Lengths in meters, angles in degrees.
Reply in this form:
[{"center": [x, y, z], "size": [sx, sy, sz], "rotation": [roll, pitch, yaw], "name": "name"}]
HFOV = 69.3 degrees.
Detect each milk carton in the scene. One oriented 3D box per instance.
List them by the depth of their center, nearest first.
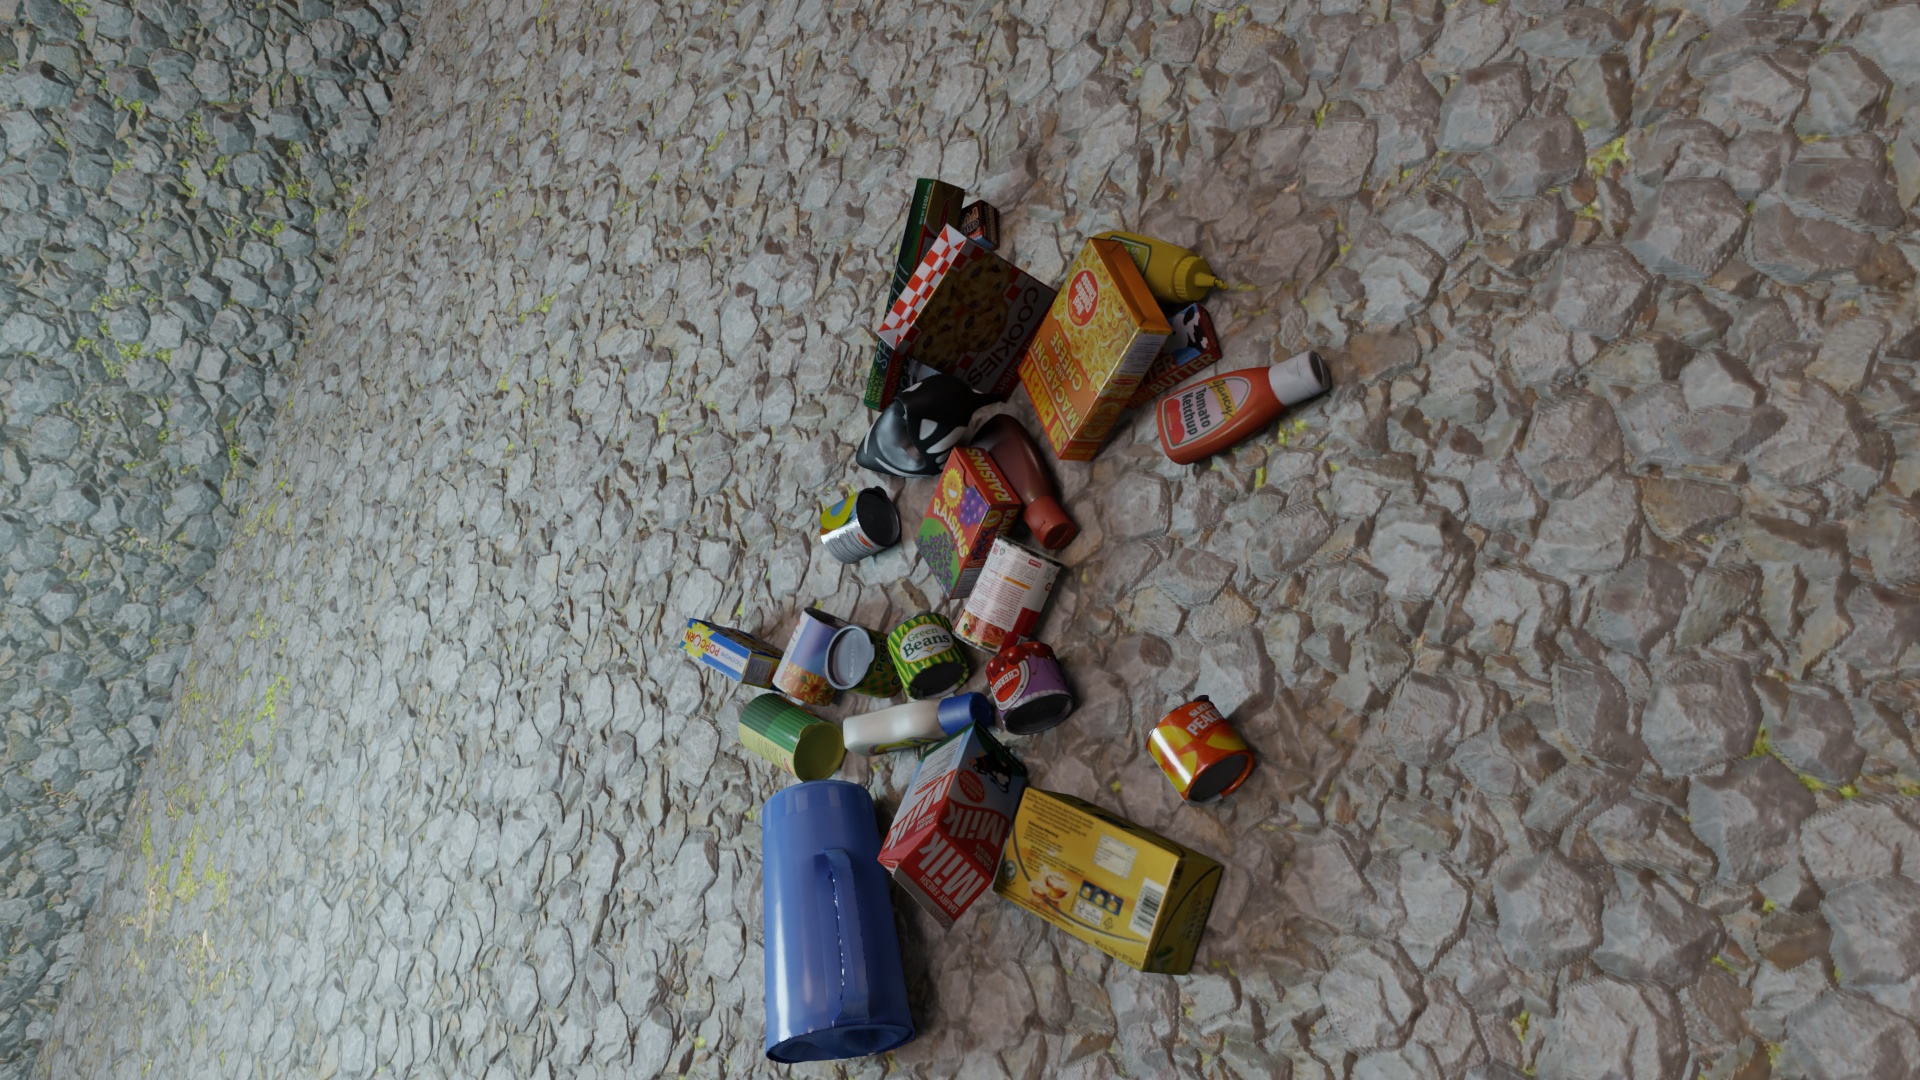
[{"center": [-0.009, 0.246, 1.188], "size": [0.073, 0.072, 0.191], "rotation": [-37, 13, 29], "name": "milk carton"}]

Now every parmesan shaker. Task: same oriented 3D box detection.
[{"center": [-0.176, 0.201, 1.434], "size": [0.103, 0.071, 0.071], "rotation": [19, 88, 46], "name": "parmesan shaker"}]

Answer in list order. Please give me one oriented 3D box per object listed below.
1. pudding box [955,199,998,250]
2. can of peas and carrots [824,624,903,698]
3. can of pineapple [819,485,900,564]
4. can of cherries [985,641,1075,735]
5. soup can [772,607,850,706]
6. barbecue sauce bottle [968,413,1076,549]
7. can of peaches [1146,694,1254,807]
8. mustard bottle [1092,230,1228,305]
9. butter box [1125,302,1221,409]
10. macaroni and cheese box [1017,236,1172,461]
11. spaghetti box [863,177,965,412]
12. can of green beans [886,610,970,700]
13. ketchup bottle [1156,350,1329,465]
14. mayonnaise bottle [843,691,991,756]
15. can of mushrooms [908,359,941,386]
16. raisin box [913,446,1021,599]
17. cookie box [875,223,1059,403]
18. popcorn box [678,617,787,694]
[{"center": [0.001, -0.325, 1.492], "size": [0.083, 0.030, 0.050], "rotation": [-17, 65, 38], "name": "pudding box"}, {"center": [-0.091, 0.121, 1.392], "size": [0.071, 0.059, 0.071], "rotation": [-16, 65, 38], "name": "can of peas and carrots"}, {"center": [-0.105, -0.016, 1.452], "size": [0.057, 0.071, 0.071], "rotation": [-25, 59, 35], "name": "can of pineapple"}, {"center": [0.060, 0.131, 1.238], "size": [0.071, 0.071, 0.058], "rotation": [-40, 51, 26], "name": "can of cherries"}, {"center": [-0.146, 0.122, 1.441], "size": [0.071, 0.071, 0.083], "rotation": [29, 96, 45], "name": "soup can"}, {"center": [0.060, -0.053, 1.326], "size": [0.064, 0.044, 0.149], "rotation": [-53, 47, 24], "name": "barbecue sauce bottle"}, {"center": [0.191, 0.168, 1.103], "size": [0.071, 0.071, 0.058], "rotation": [-50, 48, 18], "name": "can of peaches"}, {"center": [0.181, -0.247, 1.280], "size": [0.160, 0.049, 0.065], "rotation": [20, 94, 45], "name": "mustard bottle"}, {"center": [0.185, -0.167, 1.265], "size": [0.103, 0.024, 0.053], "rotation": [-30, 56, 32], "name": "butter box"}, {"center": [0.120, -0.173, 1.275], "size": [0.165, 0.040, 0.124], "rotation": [-61, 39, 42], "name": "macaroni and cheese box"}, {"center": [-0.049, -0.255, 1.469], "size": [0.029, 0.050, 0.249], "rotation": [21, 100, 42], "name": "spaghetti box"}, {"center": [-0.031, 0.112, 1.333], "size": [0.071, 0.071, 0.058], "rotation": [-44, 50, 23], "name": "can of green beans"}, {"center": [0.240, -0.117, 1.182], "size": [0.148, 0.043, 0.065], "rotation": [-23, 60, 35], "name": "ketchup bottle"}, {"center": [-0.039, 0.175, 1.324], "size": [0.148, 0.065, 0.041], "rotation": [-17, 68, 34], "name": "mayonnaise bottle"}, {"center": [-0.020, -0.174, 1.453], "size": [0.071, 0.033, 0.071], "rotation": [-16, 65, 39], "name": "can of mushrooms"}, {"center": [0.005, -0.017, 1.336], "size": [0.086, 0.040, 0.122], "rotation": [59, 138, 38], "name": "raisin box"}, {"center": [0.015, -0.215, 1.341], "size": [0.122, 0.167, 0.040], "rotation": [-56, 49, 13], "name": "cookie box"}, {"center": [-0.235, 0.126, 1.506], "size": [0.127, 0.085, 0.038], "rotation": [20, 90, 45], "name": "popcorn box"}]
